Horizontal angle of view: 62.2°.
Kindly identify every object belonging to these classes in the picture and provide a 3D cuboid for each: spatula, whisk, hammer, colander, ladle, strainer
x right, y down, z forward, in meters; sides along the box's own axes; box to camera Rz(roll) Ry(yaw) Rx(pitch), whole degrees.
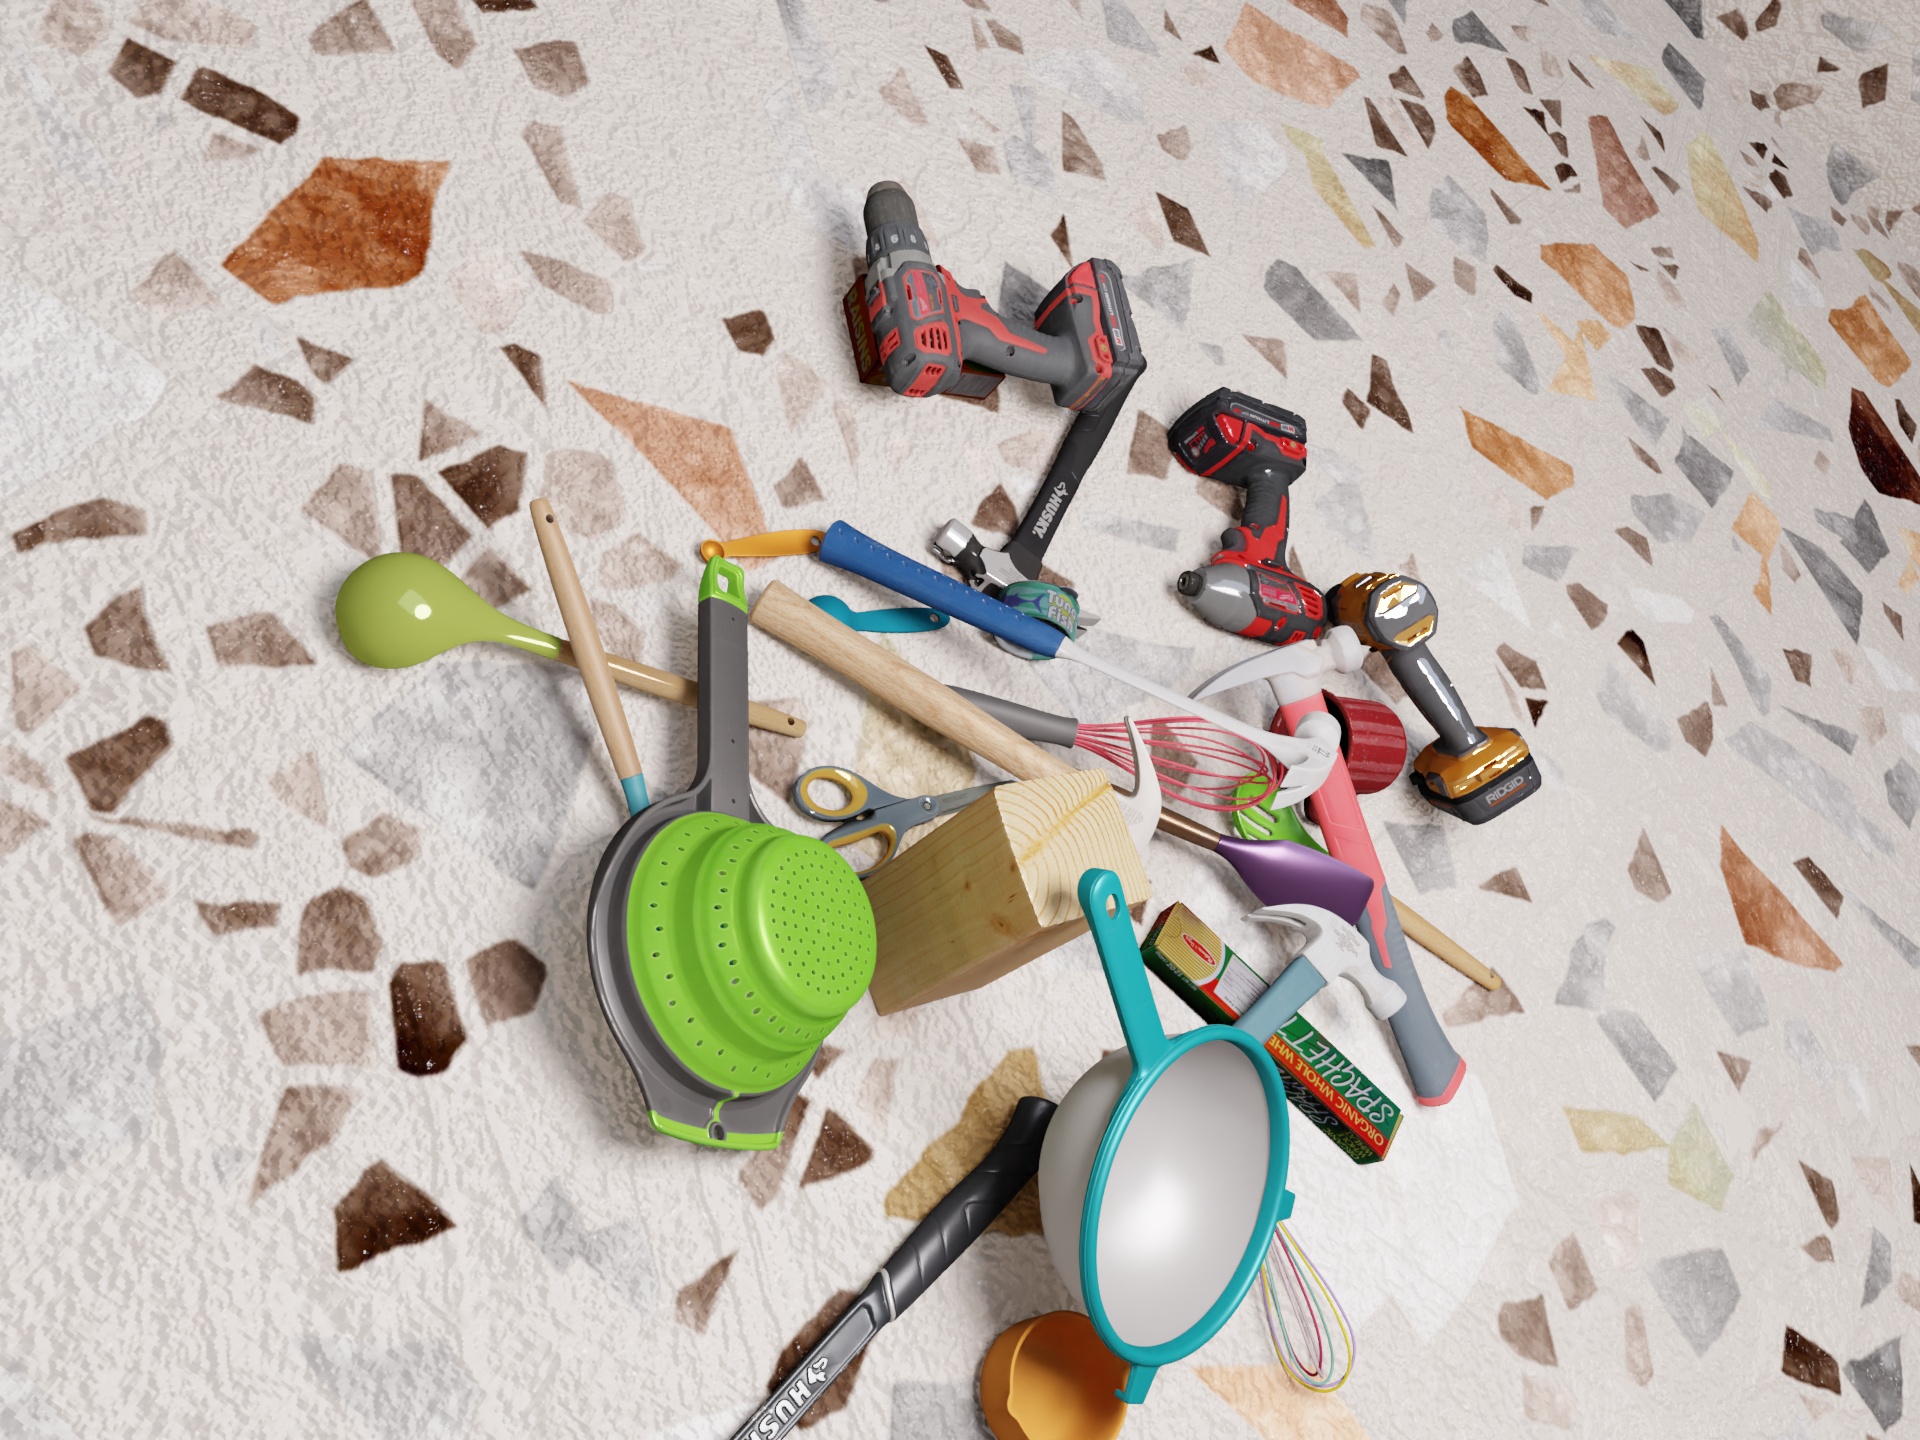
[{"bbox_3d":[-0.210,0.009,1.011,0.082,0.044,0.317,-24,98,-45],"label":"spatula"},{"bbox_3d":[0.104,0.015,1.198,0.295,0.073,0.073,12,59,-8],"label":"whisk"},{"bbox_3d":[0.213,0.357,1.139,0.051,0.047,0.245,-7,66,-34],"label":"whisk"},{"bbox_3d":[-0.054,0.367,0.963,0.409,0.036,0.149,-37,90,-40],"label":"hammer"},{"bbox_3d":[0.082,-0.048,1.157,0.405,0.035,0.144,25,24,8],"label":"hammer"},{"bbox_3d":[0.098,-0.212,1.358,0.146,0.035,0.335,36,52,-11],"label":"hammer"},{"bbox_3d":[-0.002,-0.004,1.149,0.331,0.031,0.130,32,89,-3],"label":"hammer"},{"bbox_3d":[0.185,0.250,1.144,0.331,0.033,0.128,-37,84,-30],"label":"hammer"},{"bbox_3d":[-0.123,0.059,0.996,0.204,0.094,0.397,26,51,-47],"label":"colander"},{"bbox_3d":[0.173,0.086,1.228,0.316,0.018,0.060,25,94,-7],"label":"spatula"},{"bbox_3d":[-0.247,-0.034,1.049,0.320,0.062,0.078,19,58,-32],"label":"ladle"},{"bbox_3d":[0.305,0.129,1.268,0.143,0.038,0.386,-20,93,-3],"label":"hammer"},{"bbox_3d":[0.097,0.232,0.985,0.211,0.095,0.340,-36,119,-37],"label":"strainer"}]

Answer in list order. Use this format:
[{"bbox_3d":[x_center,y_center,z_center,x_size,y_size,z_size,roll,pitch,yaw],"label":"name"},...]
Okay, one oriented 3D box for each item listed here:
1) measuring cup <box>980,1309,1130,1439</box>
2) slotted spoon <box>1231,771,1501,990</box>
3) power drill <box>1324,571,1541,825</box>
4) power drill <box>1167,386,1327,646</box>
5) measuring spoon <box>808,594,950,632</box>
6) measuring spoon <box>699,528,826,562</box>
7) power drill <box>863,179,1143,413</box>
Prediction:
[{"bbox_3d":[0.066,0.457,0.984,0.095,0.052,0.174,-4,71,-34],"label":"measuring cup"},{"bbox_3d":[0.341,0.144,1.337,0.313,0.031,0.070,35,54,-16],"label":"slotted spoon"},{"bbox_3d":[0.399,-0.031,1.399,0.084,0.185,0.226,-32,98,0],"label":"power drill"},{"bbox_3d":[0.249,-0.177,1.414,0.143,0.078,0.220,12,63,-27],"label":"power drill"},{"bbox_3d":[-0.059,-0.079,1.196,0.128,0.021,0.042,-4,69,-33],"label":"measuring spoon"},{"bbox_3d":[-0.143,-0.128,1.177,0.117,0.011,0.021,-12,74,-40],"label":"measuring spoon"},{"bbox_3d":[0.024,-0.346,1.304,0.226,0.080,0.188,1,67,-30],"label":"power drill"}]
